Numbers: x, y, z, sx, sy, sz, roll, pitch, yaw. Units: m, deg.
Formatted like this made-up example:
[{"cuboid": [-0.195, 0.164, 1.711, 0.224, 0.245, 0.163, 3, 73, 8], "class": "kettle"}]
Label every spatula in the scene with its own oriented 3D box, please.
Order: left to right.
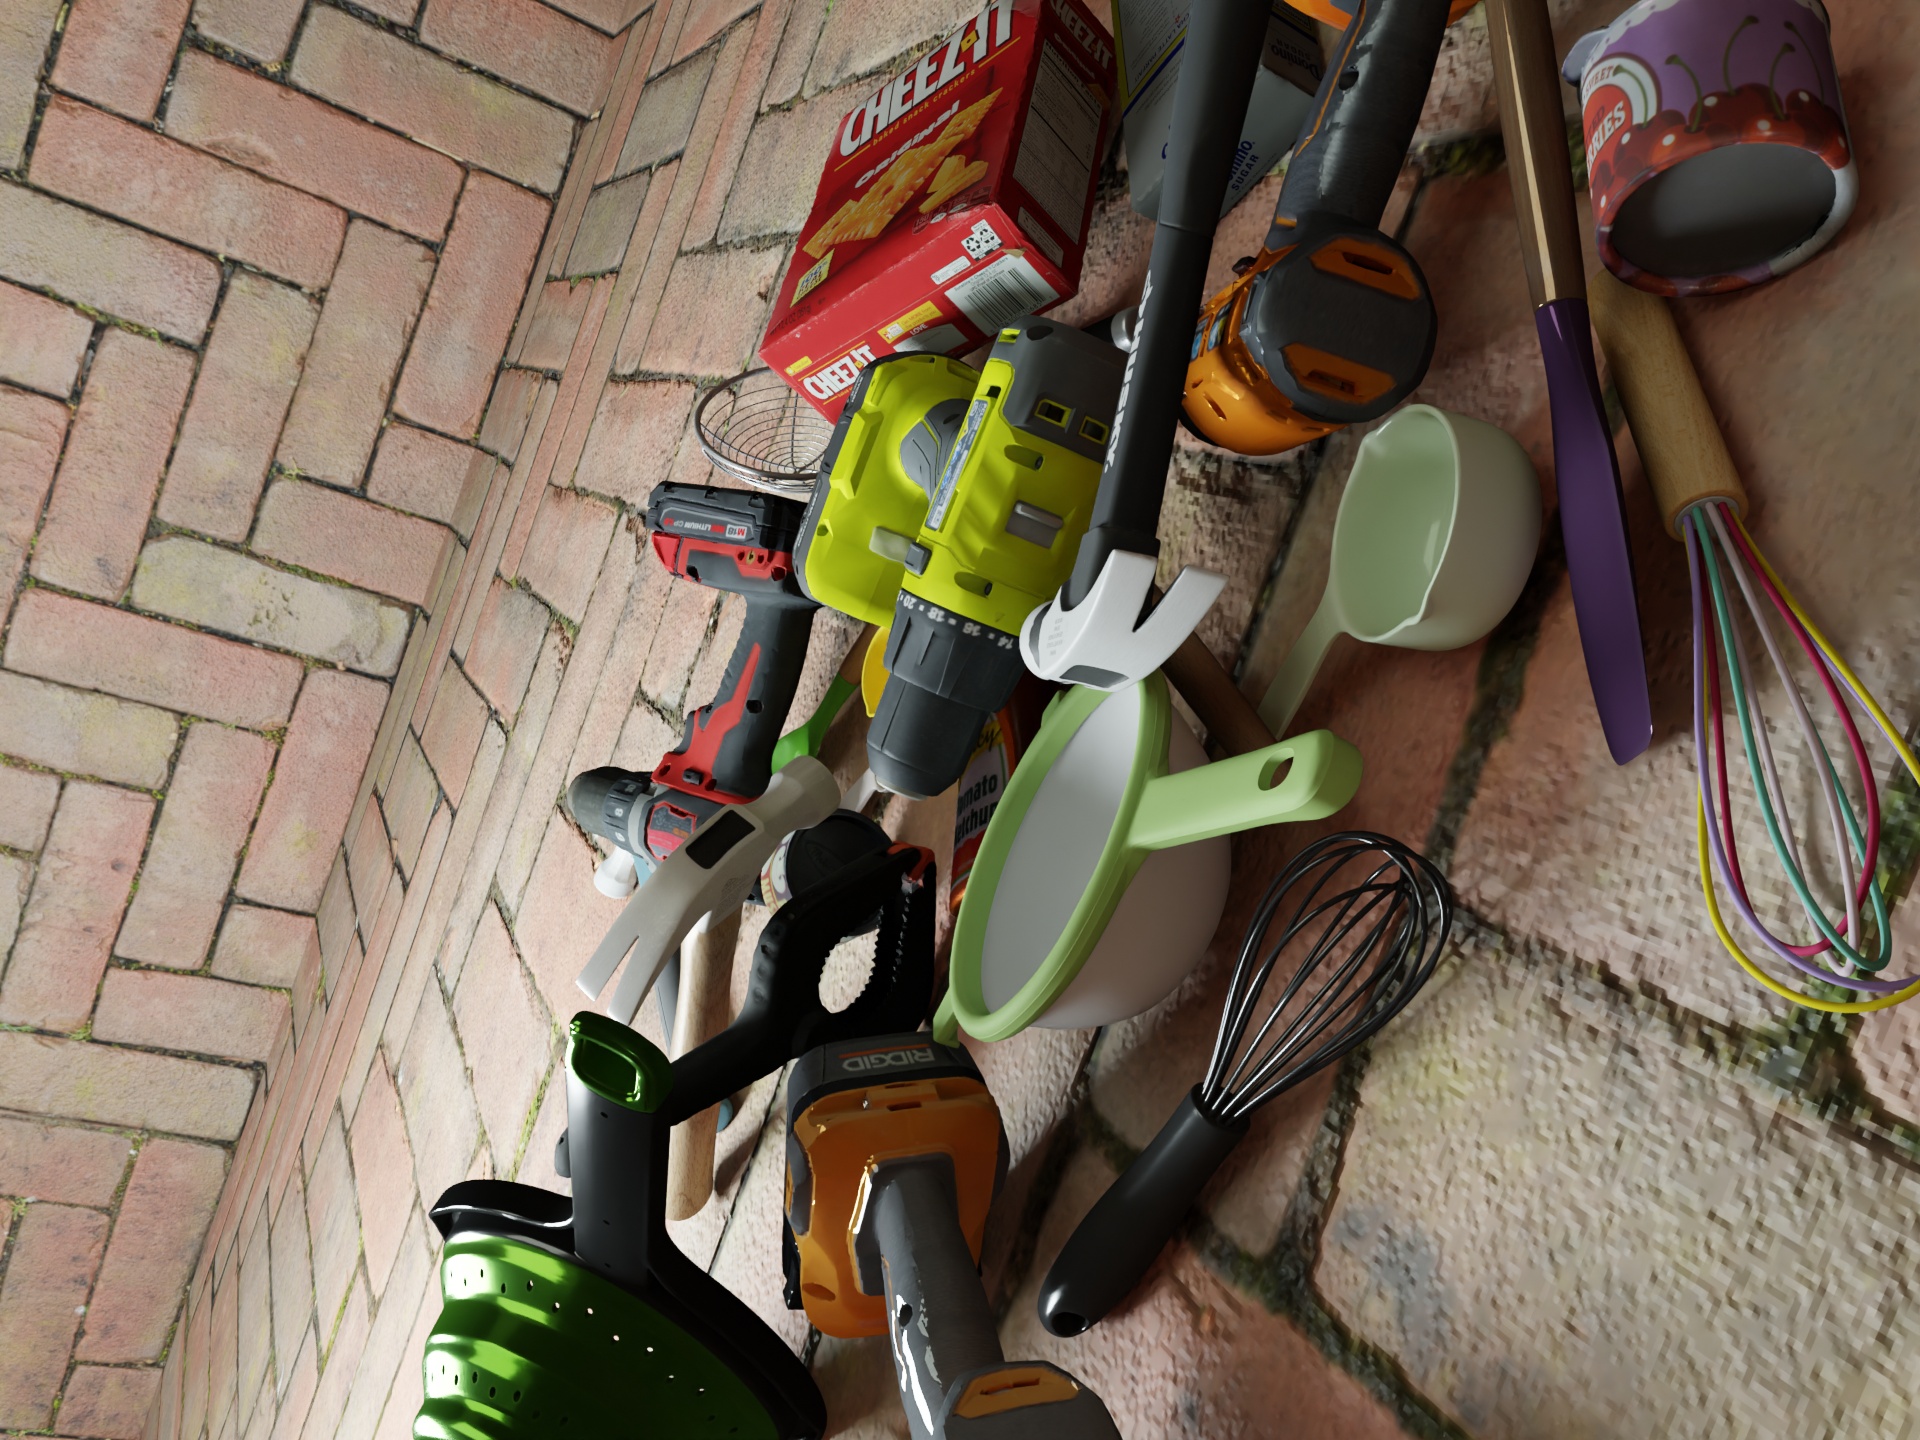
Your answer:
[{"cuboid": [0.078, -0.055, 0.654, 0.082, 0.044, 0.318, -59, 31, 23], "class": "spatula"}, {"cuboid": [0.172, -0.143, 0.466, 0.059, 0.018, 0.316, 50, -144, -76], "class": "spatula"}]

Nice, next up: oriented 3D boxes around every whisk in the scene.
[{"cuboid": [0.083, 0.129, 0.527, 0.239, 0.055, 0.055, -61, 29, 28], "class": "whisk"}, {"cuboid": [0.198, -0.037, 0.417, 0.047, 0.051, 0.245, -50, 31, 46], "class": "whisk"}]

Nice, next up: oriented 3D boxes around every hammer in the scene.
[{"cuboid": [-0.191, 0.148, 1.042, 0.128, 0.033, 0.331, -62, 29, 21], "class": "hammer"}, {"cuboid": [-0.131, 0.161, 0.787, 0.031, 0.130, 0.331, 36, 139, 20], "class": "hammer"}, {"cuboid": [0.078, -0.176, 0.528, 0.146, 0.035, 0.335, 180, 102, -82], "class": "hammer"}]

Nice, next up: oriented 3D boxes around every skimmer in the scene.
[{"cuboid": [-0.029, -0.194, 0.881, 0.363, 0.127, 0.090, -8, 111, 56], "class": "skimmer"}]

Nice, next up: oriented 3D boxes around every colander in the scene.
[{"cuboid": [-0.156, 0.248, 0.636, 0.094, 0.204, 0.396, -57, -13, -40], "class": "colander"}]

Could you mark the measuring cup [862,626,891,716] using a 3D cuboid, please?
[{"cuboid": [-0.001, -0.003, 0.797, 0.157, 0.029, 0.062, 45, 114, 48], "class": "measuring cup"}]

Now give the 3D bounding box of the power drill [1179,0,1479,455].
[{"cuboid": [0.134, -0.207, 0.578, 0.164, 0.084, 0.226, -168, 94, -82], "class": "power drill"}]

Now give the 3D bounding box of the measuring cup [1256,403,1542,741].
[{"cuboid": [0.141, -0.031, 0.538, 0.167, 0.038, 0.083, 112, 161, -47], "class": "measuring cup"}]

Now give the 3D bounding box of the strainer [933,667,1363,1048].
[{"cuboid": [0.076, 0.045, 0.535, 0.256, 0.069, 0.151, -29, 39, 67], "class": "strainer"}]

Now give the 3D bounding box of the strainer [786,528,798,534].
[{"cuboid": [-0.111, -0.045, 0.963, 0.258, 0.050, 0.087, -67, 13, -1], "class": "strainer"}]

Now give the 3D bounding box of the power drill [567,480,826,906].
[{"cuboid": [-0.148, -0.018, 0.915, 0.188, 0.080, 0.226, 13, 94, 41], "class": "power drill"}]

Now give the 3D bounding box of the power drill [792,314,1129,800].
[{"cuboid": [-0.010, -0.079, 0.700, 0.190, 0.080, 0.229, -68, 19, 7], "class": "power drill"}]

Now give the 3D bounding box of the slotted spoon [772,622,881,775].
[{"cuboid": [-0.049, -0.042, 0.900, 0.313, 0.031, 0.070, -54, 30, 28], "class": "slotted spoon"}]

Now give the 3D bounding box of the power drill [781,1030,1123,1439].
[{"cuboid": [-0.008, 0.246, 0.566, 0.226, 0.084, 0.185, -119, 30, -56], "class": "power drill"}]

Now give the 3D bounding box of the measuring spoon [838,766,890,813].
[{"cuboid": [-0.051, 0.045, 0.868, 0.124, 0.018, 0.034, 130, 144, -49], "class": "measuring spoon"}]
